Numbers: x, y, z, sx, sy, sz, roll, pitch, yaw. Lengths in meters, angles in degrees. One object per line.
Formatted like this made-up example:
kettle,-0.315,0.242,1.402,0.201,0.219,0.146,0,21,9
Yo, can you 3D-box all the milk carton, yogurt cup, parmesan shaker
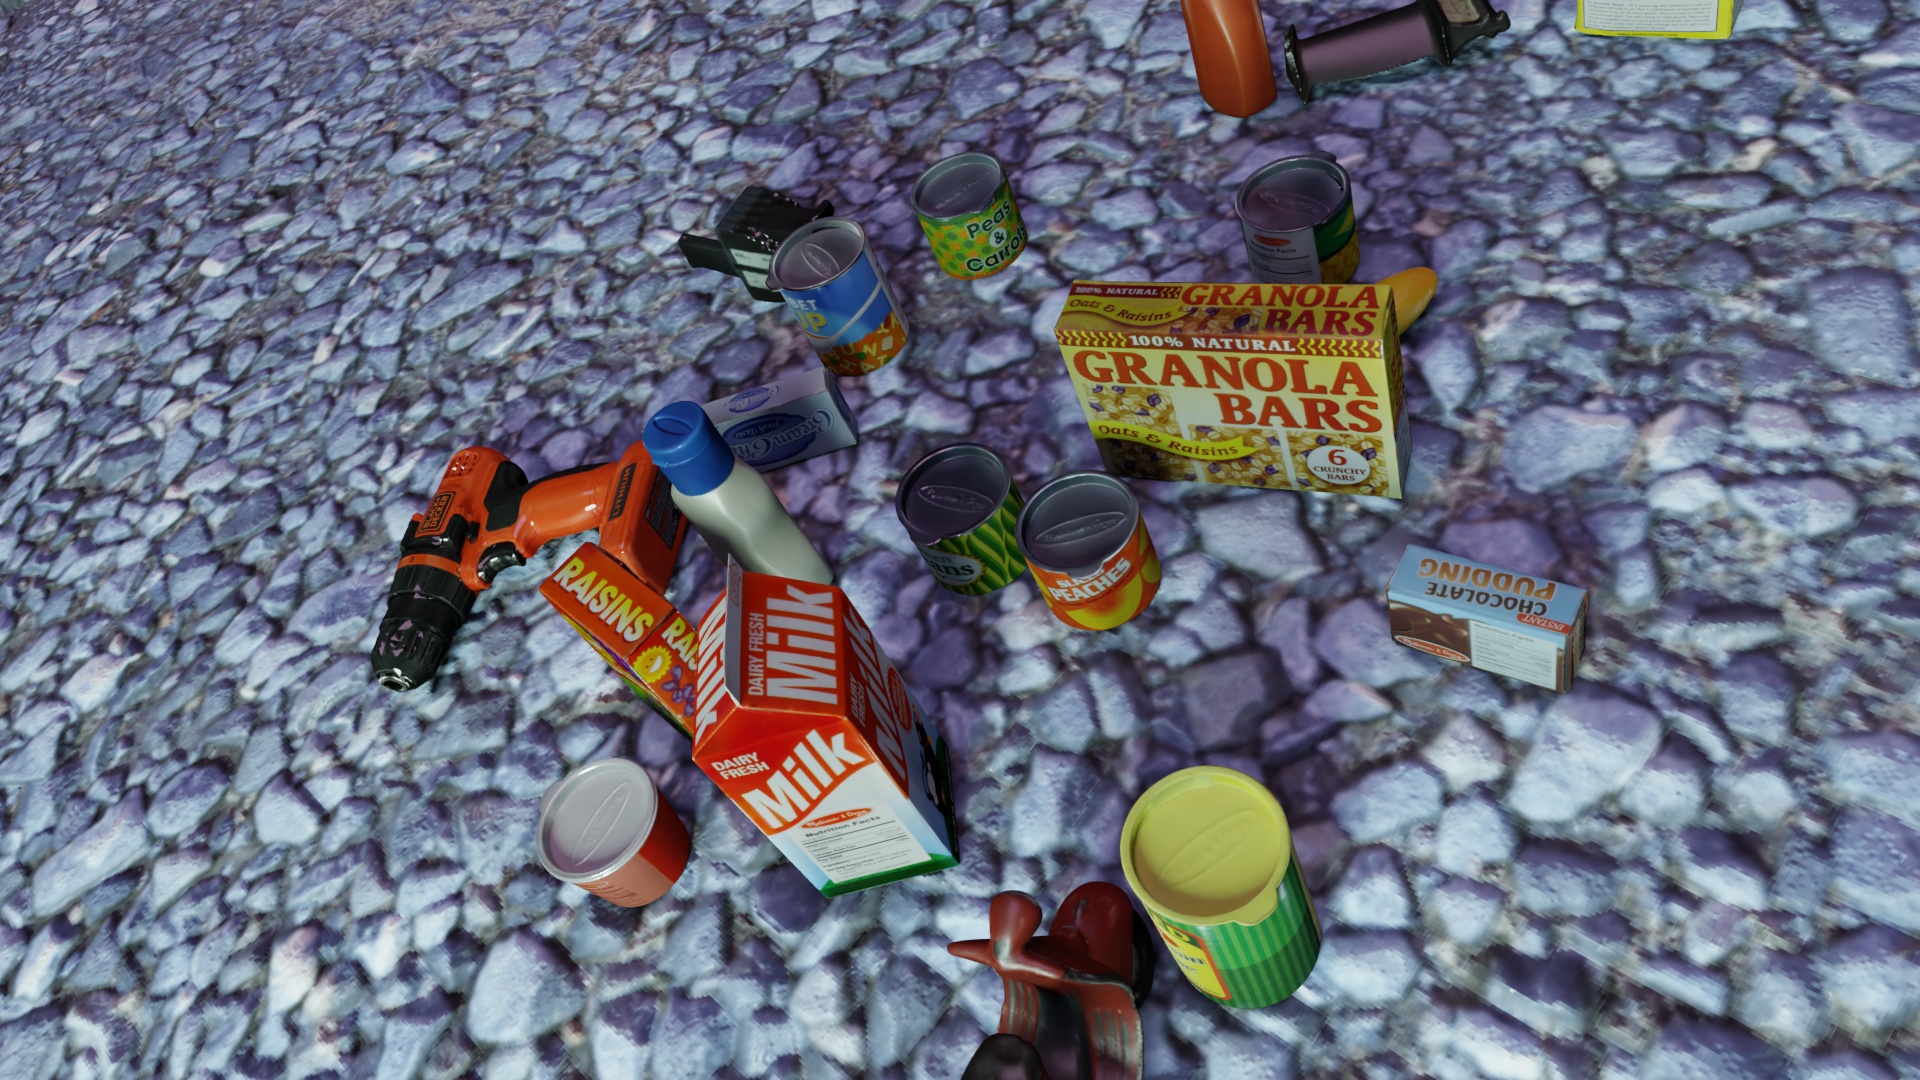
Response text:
milk carton,-0.066,0.087,0.638,0.073,0.189,0.073,-16,50,11
yogurt cup,-0.177,0.155,0.722,0.072,0.053,0.073,-11,50,14
parmesan shaker,0.112,0.148,0.575,0.071,0.102,0.072,-12,50,14

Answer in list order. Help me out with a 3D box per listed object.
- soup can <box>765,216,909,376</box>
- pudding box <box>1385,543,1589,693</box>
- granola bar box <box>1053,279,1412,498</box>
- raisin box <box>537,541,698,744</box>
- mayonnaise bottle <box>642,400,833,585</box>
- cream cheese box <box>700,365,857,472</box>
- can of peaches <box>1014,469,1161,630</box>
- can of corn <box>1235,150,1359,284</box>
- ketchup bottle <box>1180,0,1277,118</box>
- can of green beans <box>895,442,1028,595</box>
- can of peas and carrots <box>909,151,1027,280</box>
soup can,-0.080,-0.157,0.908,0.071,0.083,0.072,-12,50,14
pudding box,0.243,0.036,0.644,0.084,0.049,0.030,17,62,32
granola bar box,0.145,-0.080,0.726,0.165,0.123,0.039,6,57,27
raisin box,-0.159,0.063,0.741,0.086,0.123,0.040,31,70,37
mayonnaise bottle,-0.125,-0.017,0.773,0.065,0.147,0.041,18,63,33
cream cheese box,-0.122,-0.071,0.878,0.104,0.053,0.024,-16,50,10
can of peaches,0.068,0.008,0.733,0.071,0.057,0.071,-11,50,14
can of corn,0.204,-0.188,0.831,0.071,0.058,0.071,-11,50,14
ketchup bottle,0.171,-0.354,0.915,0.043,0.148,0.065,-33,49,-4
can of green beans,0.004,-0.011,0.775,0.071,0.057,0.071,-11,50,14
can of peas and carrots,0.008,-0.217,0.935,0.071,0.058,0.071,-11,50,14
